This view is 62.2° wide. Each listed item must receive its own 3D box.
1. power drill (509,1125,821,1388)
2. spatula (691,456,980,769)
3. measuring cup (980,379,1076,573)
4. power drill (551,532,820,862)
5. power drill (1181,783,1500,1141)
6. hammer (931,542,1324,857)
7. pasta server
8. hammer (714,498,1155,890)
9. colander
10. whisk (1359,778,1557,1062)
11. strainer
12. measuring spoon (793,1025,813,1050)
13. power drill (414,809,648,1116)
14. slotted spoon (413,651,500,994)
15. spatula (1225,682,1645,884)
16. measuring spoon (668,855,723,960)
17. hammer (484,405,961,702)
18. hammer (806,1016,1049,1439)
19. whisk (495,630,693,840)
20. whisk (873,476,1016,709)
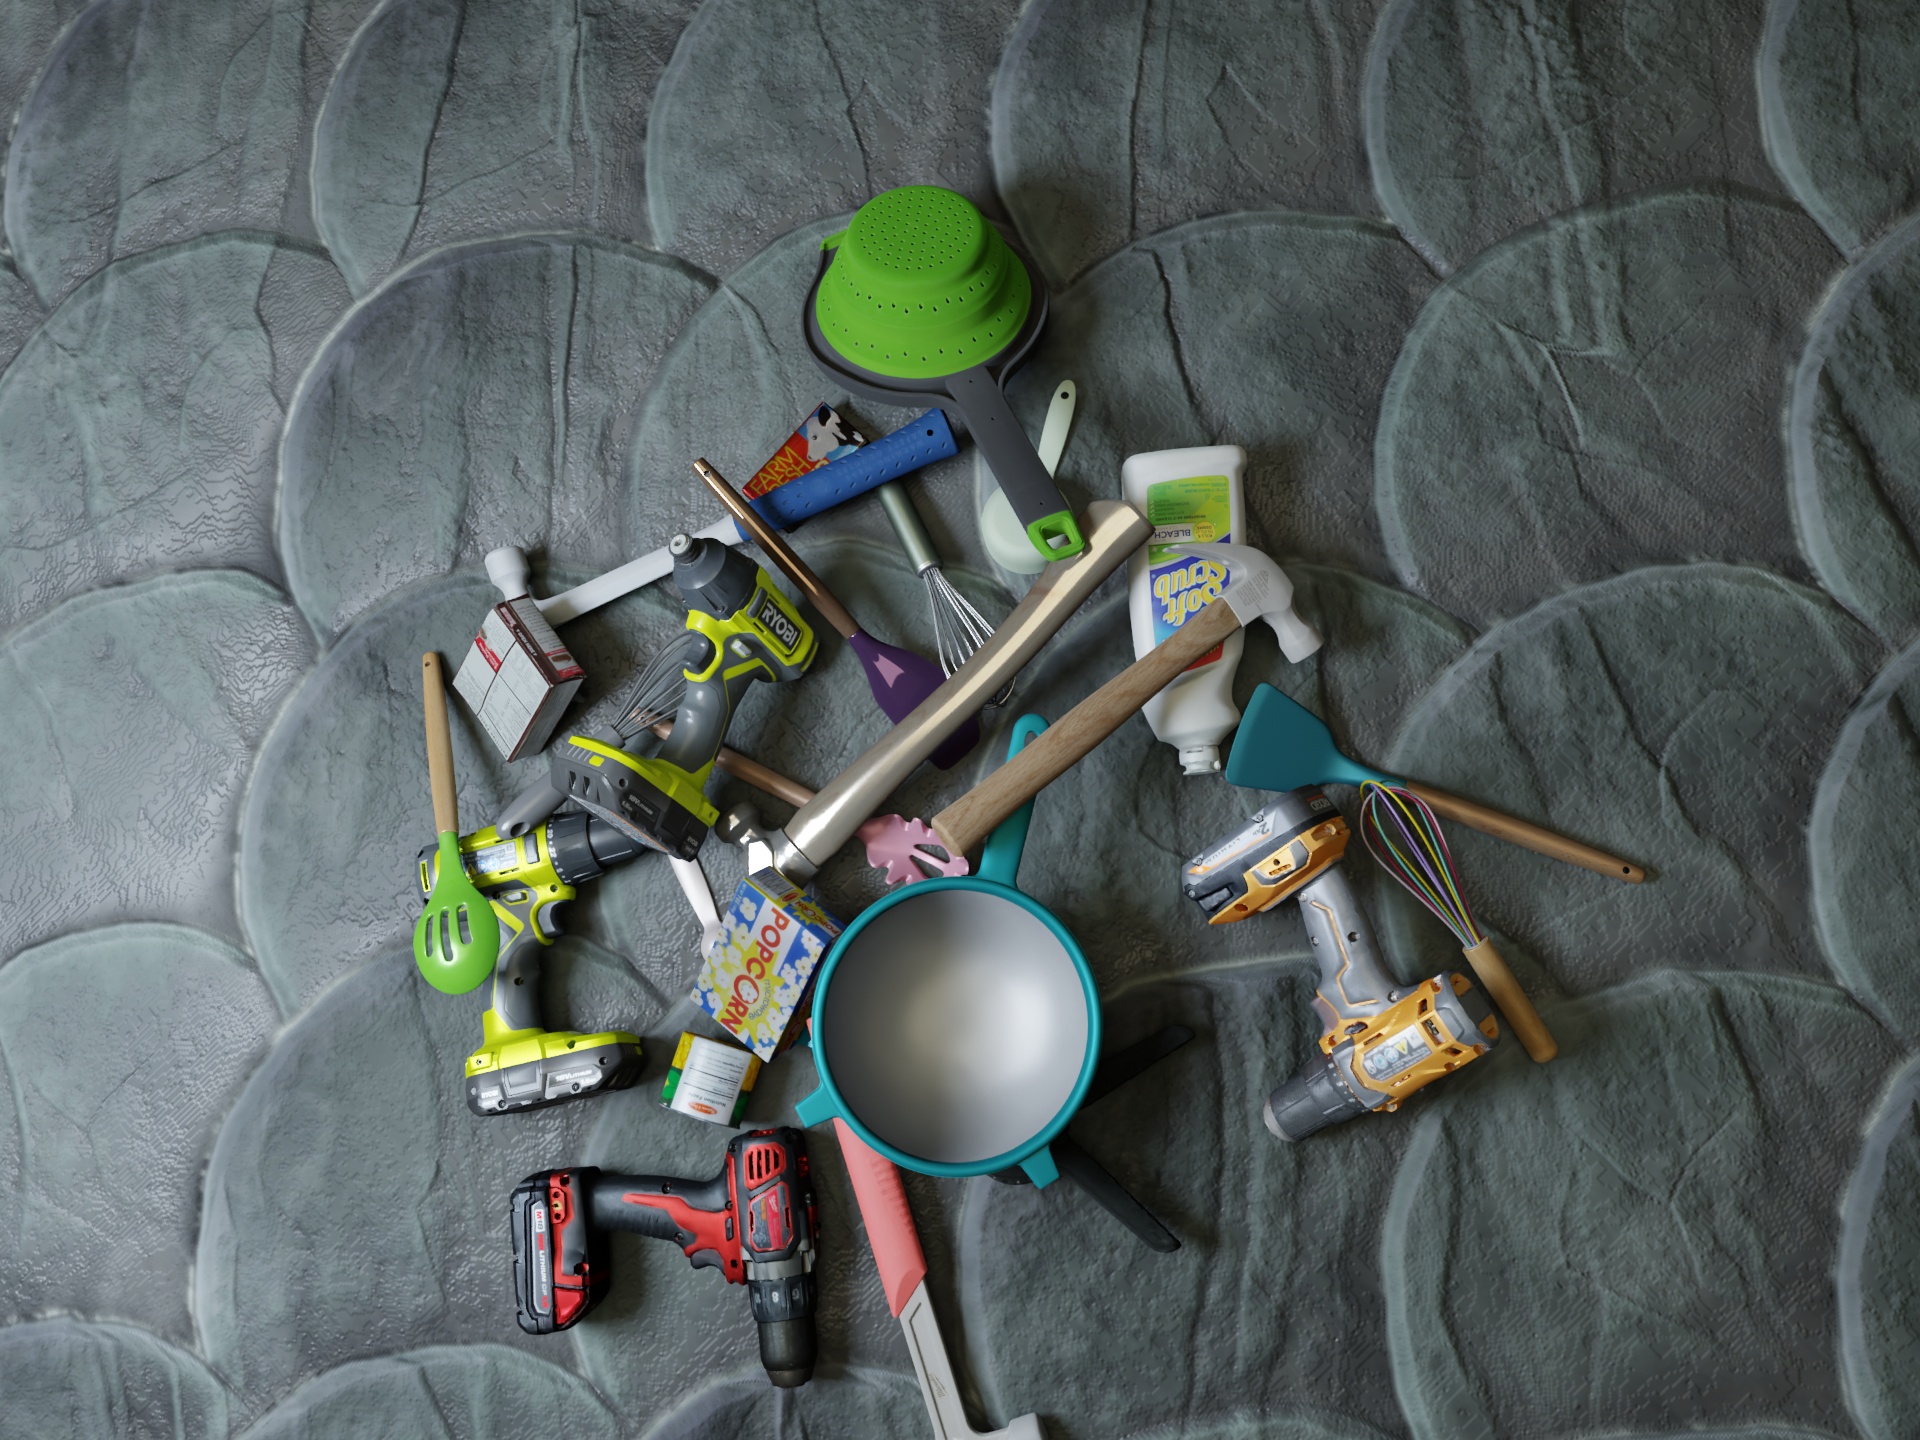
[{"bbox_3d":[-0.216,0.415,1.207,0.226,0.080,0.188,-8,79,3],"label":"power drill"},{"bbox_3d":[-0.100,-0.090,1.268,0.060,0.018,0.316,-43,95,-1],"label":"spatula"},{"bbox_3d":[0.066,-0.203,1.292,0.083,0.038,0.167,14,84,10],"label":"measuring cup"},{"bbox_3d":[-0.209,-0.021,1.214,0.080,0.171,0.223,16,71,33],"label":"power drill"},{"bbox_3d":[0.255,0.184,1.166,0.185,0.084,0.226,-41,73,28],"label":"power drill"},{"bbox_3d":[0.113,-0.015,1.172,0.331,0.031,0.130,-38,96,-14],"label":"hammer"},{"bbox_3d":[-0.133,0.060,1.275,0.316,0.040,0.060,26,92,13],"label":"pasta server"},{"bbox_3d":[-0.002,-0.004,1.213,0.410,0.038,0.146,-45,77,8],"label":"hammer"},{"bbox_3d":[0.000,-0.292,1.227,0.204,0.094,0.398,-22,60,-9],"label":"colander"},{"bbox_3d":[0.367,0.146,1.174,0.047,0.051,0.245,-32,91,44],"label":"whisk"},{"bbox_3d":[0.008,0.163,1.186,0.211,0.095,0.340,16,76,-7],"label":"strainer"},{"bbox_3d":[-0.131,0.245,1.257,0.129,0.021,0.042,11,89,19],"label":"measuring spoon"},{"bbox_3d":[-0.322,0.184,1.261,0.190,0.080,0.229,-14,76,6],"label":"power drill"},{"bbox_3d":[-0.412,0.071,1.268,0.070,0.031,0.314,-20,57,4],"label":"slotted spoon"},{"bbox_3d":[0.361,0.063,1.203,0.317,0.044,0.082,20,86,10],"label":"spatula"},{"bbox_3d":[-0.212,0.141,1.281,0.034,0.018,0.124,-28,77,3],"label":"measuring spoon"},{"bbox_3d":[-0.189,-0.148,1.299,0.405,0.035,0.144,-23,82,9],"label":"hammer"},{"bbox_3d":[-0.057,0.396,1.193,0.149,0.036,0.359,-19,83,4],"label":"hammer"},{"bbox_3d":[-0.277,0.011,1.272,0.055,0.055,0.239,43,74,12],"label":"whisk"},{"bbox_3d":[-0.021,-0.116,1.288,0.058,0.059,0.246,-32,72,19],"label":"whisk"}]
